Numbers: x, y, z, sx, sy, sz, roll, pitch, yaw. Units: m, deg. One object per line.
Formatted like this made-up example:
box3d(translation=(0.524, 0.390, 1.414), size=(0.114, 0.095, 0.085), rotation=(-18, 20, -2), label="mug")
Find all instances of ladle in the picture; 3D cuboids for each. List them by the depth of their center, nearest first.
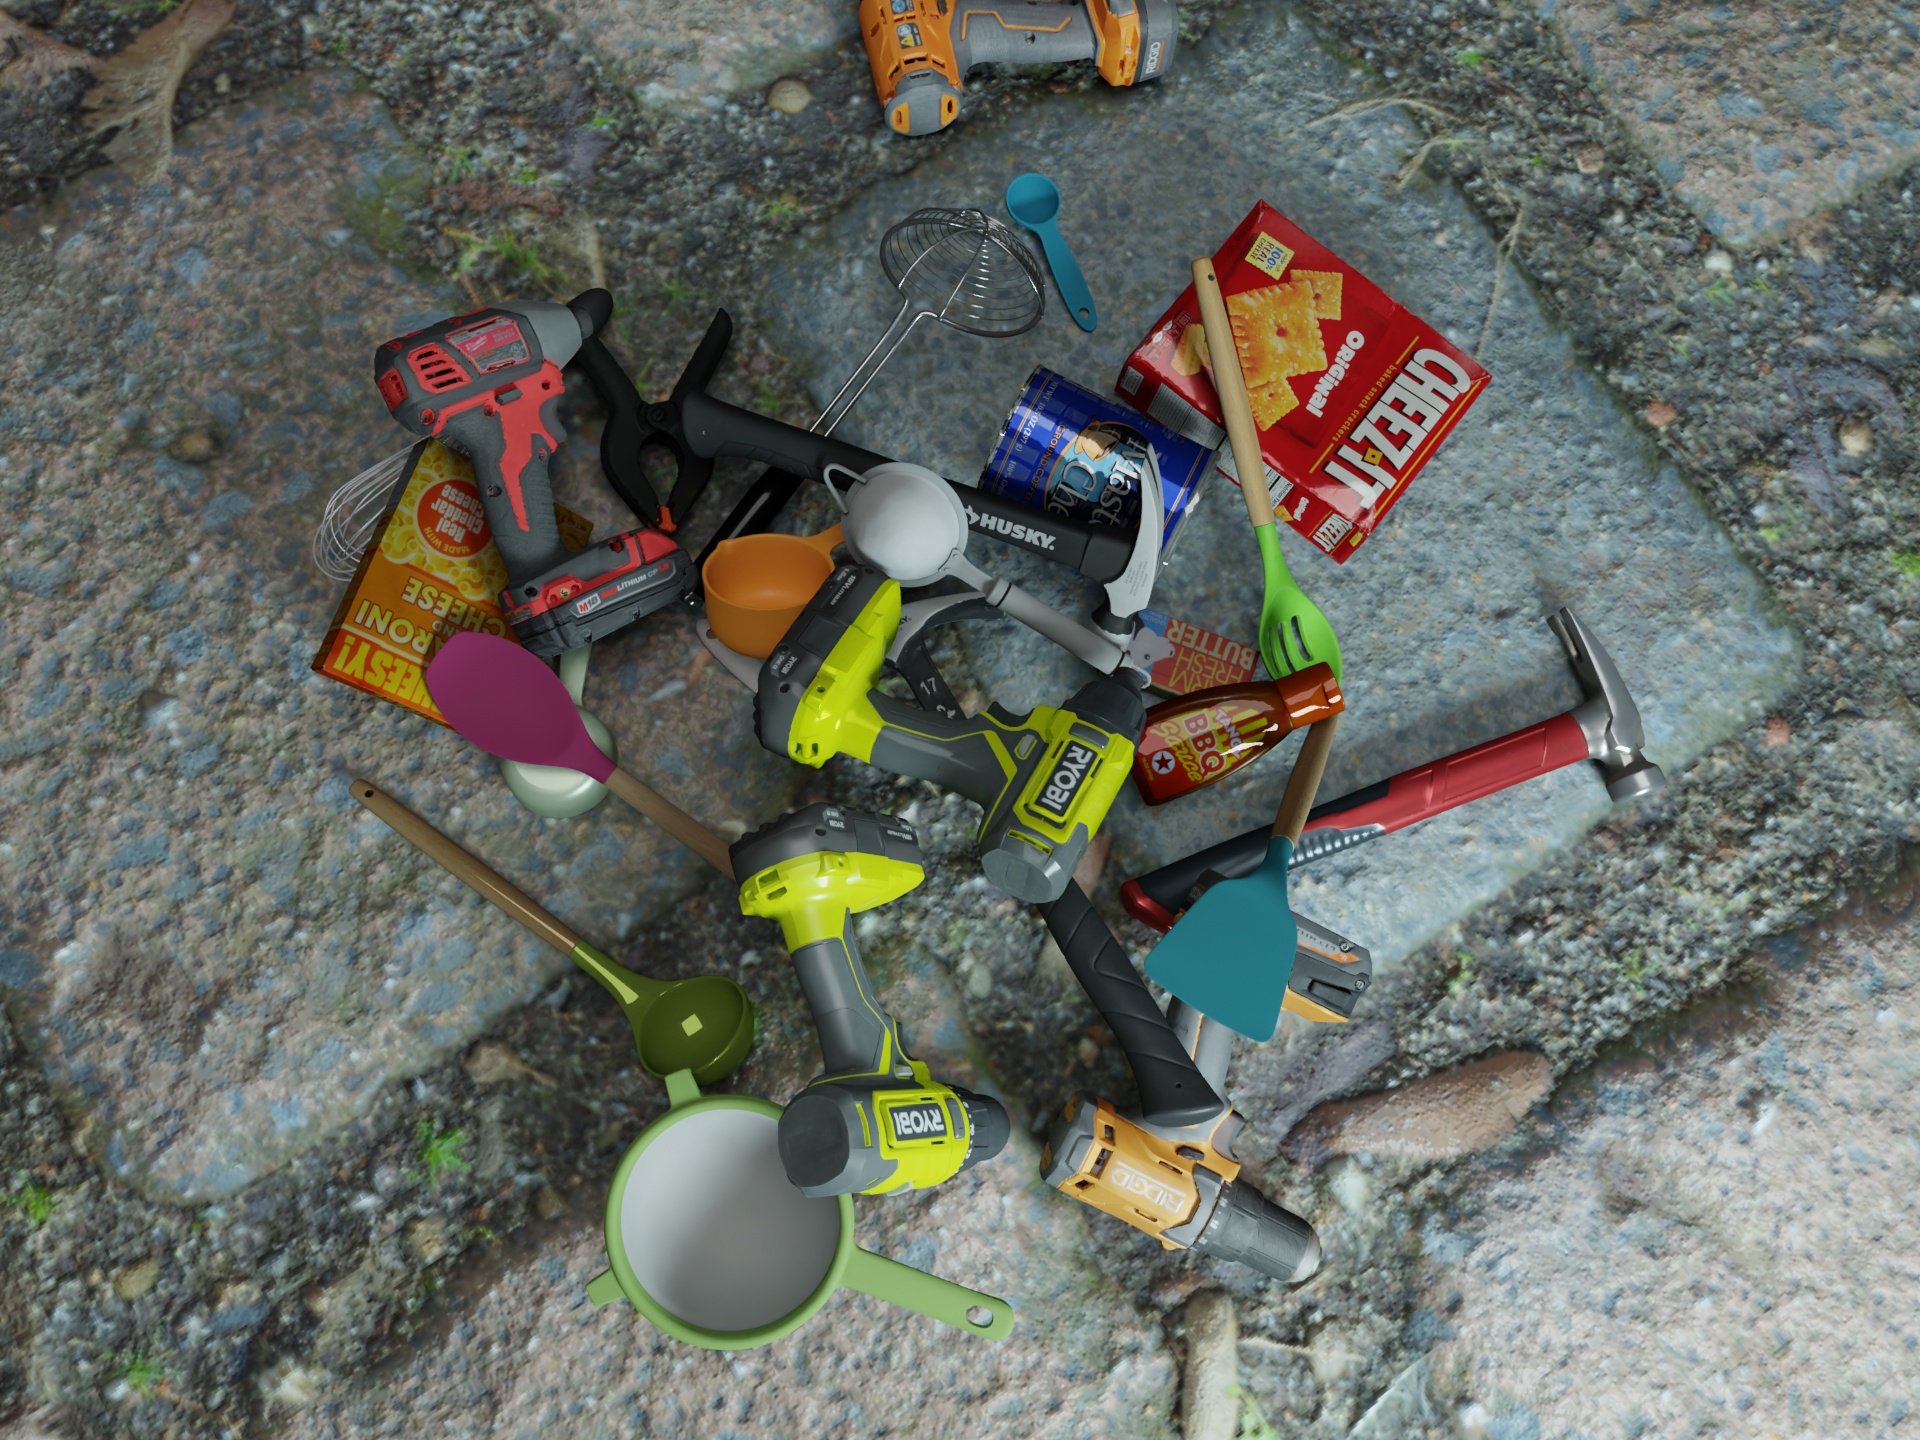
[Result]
box3d(translation=(-0.269, 0.127, 1.025), size=(0.320, 0.062, 0.078), rotation=(35, 63, 7), label="ladle")

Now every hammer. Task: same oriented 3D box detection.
box3d(translation=(0.045, 0.078, 1.015), size=(0.149, 0.036, 0.409), rotation=(-25, 62, -13), label="hammer")
box3d(translation=(-0.026, -0.156, 1.053), size=(0.335, 0.146, 0.035), rotation=(19, 38, 3), label="hammer")
box3d(translation=(0.286, 0.045, 1.096), size=(0.386, 0.038, 0.143), rotation=(-19, 77, -9), label="hammer")

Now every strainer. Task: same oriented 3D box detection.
box3d(translation=(-0.089, 0.319, 0.979), size=(0.256, 0.069, 0.151), rotation=(20, 88, 1), label="strainer")
box3d(translation=(0.018, -0.089, 1.043), size=(0.258, 0.087, 0.050), rotation=(30, 31, -10), label="strainer")

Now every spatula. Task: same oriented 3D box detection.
box3d(translation=(0.200, 0.071, 1.003), size=(0.082, 0.044, 0.318), rotation=(30, 37, 5), label="spatula")

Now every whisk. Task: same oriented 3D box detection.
box3d(translation=(-0.337, -0.202, 1.103), size=(0.070, 0.070, 0.285), rotation=(37, 72, 5), label="whisk")

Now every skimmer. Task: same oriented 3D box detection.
box3d(translation=(-0.077, -0.220, 1.139), size=(0.127, 0.090, 0.363), rotation=(38, 87, 7), label="skimmer")

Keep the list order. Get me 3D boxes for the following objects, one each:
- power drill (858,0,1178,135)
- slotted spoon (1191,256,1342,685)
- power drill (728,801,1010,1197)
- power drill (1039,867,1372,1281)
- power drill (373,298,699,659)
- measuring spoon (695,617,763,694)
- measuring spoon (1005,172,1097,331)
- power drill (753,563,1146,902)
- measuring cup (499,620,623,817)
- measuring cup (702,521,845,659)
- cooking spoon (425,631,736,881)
box3d(translation=(0.035, -0.544, 1.202), size=(0.226, 0.084, 0.164), rotation=(-13, 77, -4), label="power drill")
box3d(translation=(0.203, -0.160, 1.089), size=(0.070, 0.031, 0.313), rotation=(-23, 102, -31), label="slotted spoon")
box3d(translation=(-0.051, 0.176, 0.983), size=(0.080, 0.190, 0.229), rotation=(-27, 67, 26), label="power drill")
box3d(translation=(0.179, 0.231, 1.009), size=(0.185, 0.084, 0.226), rotation=(27, 89, -1), label="power drill")
box3d(translation=(-0.267, -0.162, 1.031), size=(0.143, 0.078, 0.219), rotation=(-32, 103, -32), label="power drill")
box3d(translation=(-0.138, -0.029, 1.091), size=(0.124, 0.018, 0.034), rotation=(43, 77, 7), label="measuring spoon")
box3d(translation=(0.070, -0.347, 1.191), size=(0.042, 0.021, 0.128), rotation=(-23, 88, -10), label="measuring spoon")
box3d(translation=(-0.002, -0.003, 1.002), size=(0.223, 0.080, 0.171), rotation=(26, 57, 11), label="power drill")
box3d(translation=(-0.265, -0.019, 1.068), size=(0.083, 0.038, 0.168), rotation=(5, 78, -3), label="measuring cup")
box3d(translation=(-0.100, -0.099, 1.093), size=(0.095, 0.052, 0.173), rotation=(32, 46, 29), label="measuring cup")
box3d(translation=(-0.207, 0.051, 1.036), size=(0.319, 0.017, 0.069), rotation=(37, 86, -7), label="cooking spoon")
